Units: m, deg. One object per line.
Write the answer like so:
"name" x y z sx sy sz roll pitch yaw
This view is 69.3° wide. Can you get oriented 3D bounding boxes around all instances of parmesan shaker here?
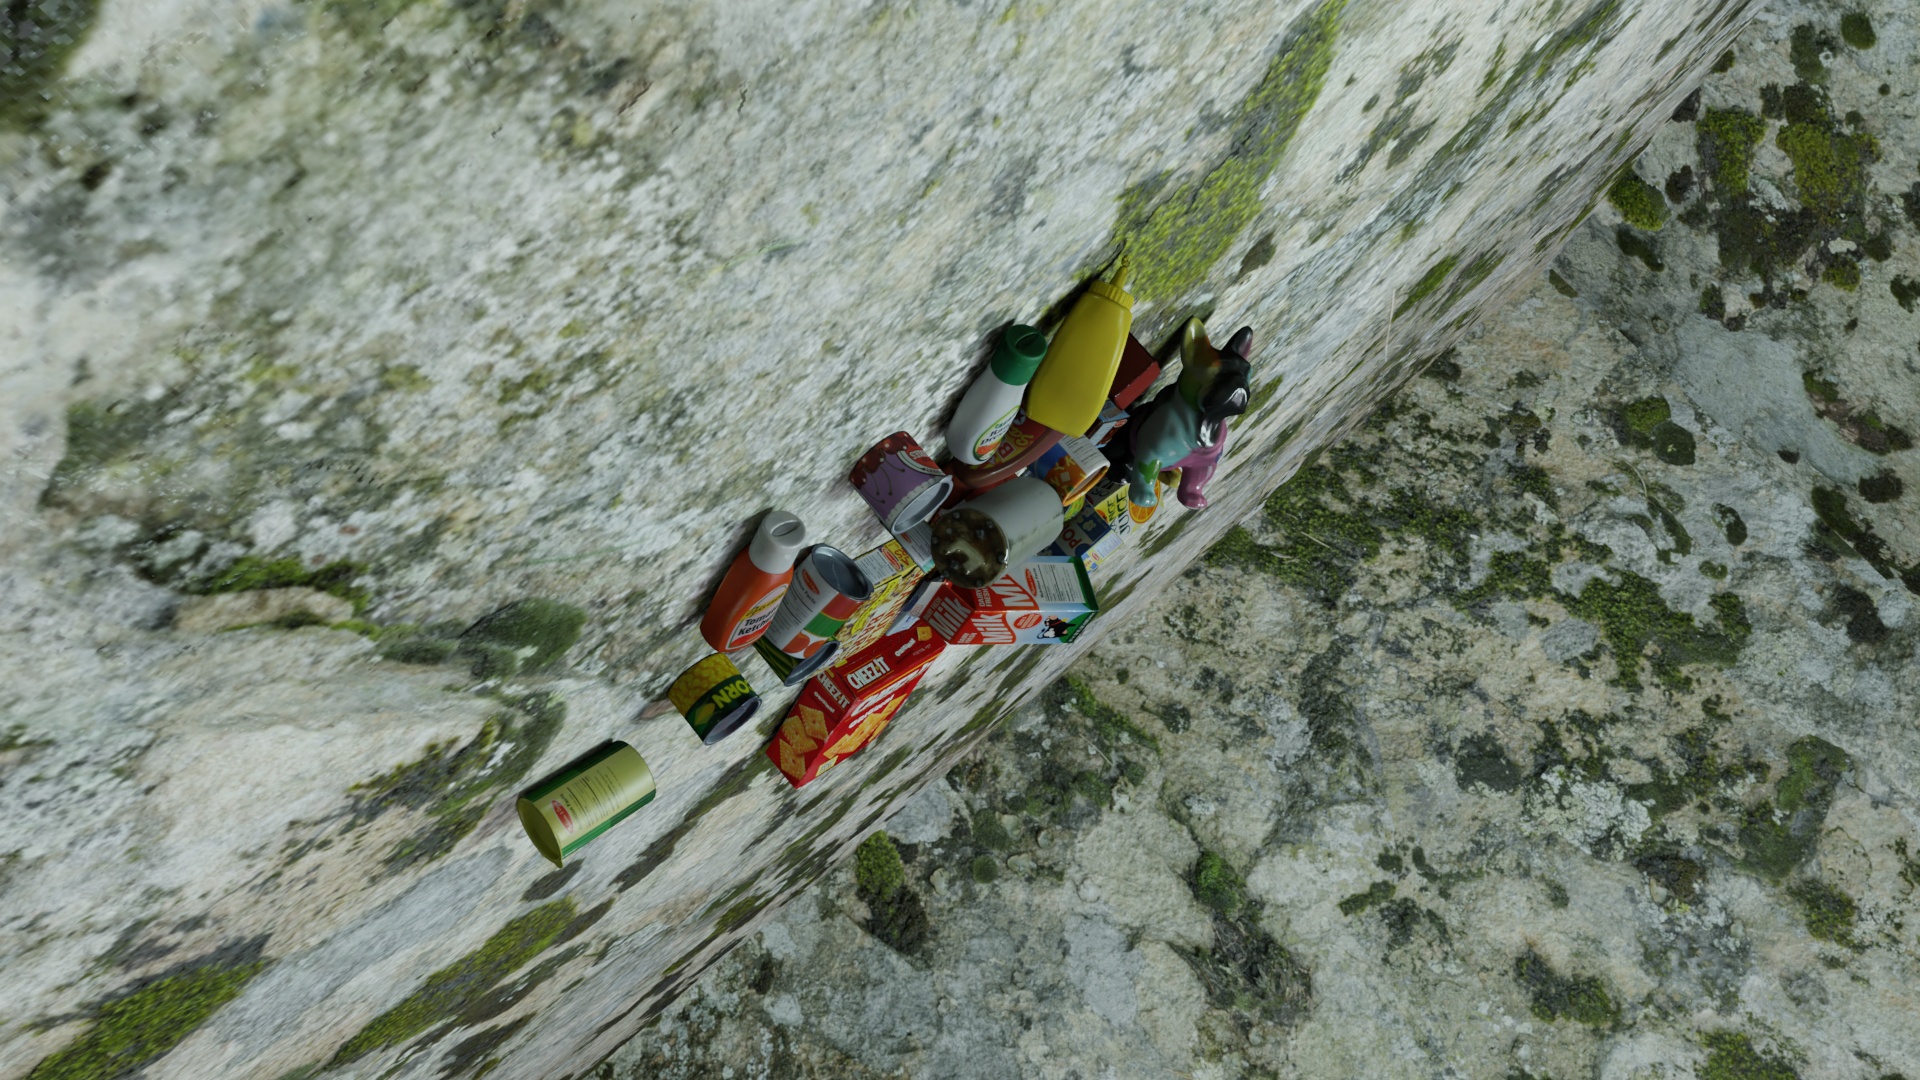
"parmesan shaker" -0.332 0.234 1.241 0.103 0.071 0.071 -31 164 -38

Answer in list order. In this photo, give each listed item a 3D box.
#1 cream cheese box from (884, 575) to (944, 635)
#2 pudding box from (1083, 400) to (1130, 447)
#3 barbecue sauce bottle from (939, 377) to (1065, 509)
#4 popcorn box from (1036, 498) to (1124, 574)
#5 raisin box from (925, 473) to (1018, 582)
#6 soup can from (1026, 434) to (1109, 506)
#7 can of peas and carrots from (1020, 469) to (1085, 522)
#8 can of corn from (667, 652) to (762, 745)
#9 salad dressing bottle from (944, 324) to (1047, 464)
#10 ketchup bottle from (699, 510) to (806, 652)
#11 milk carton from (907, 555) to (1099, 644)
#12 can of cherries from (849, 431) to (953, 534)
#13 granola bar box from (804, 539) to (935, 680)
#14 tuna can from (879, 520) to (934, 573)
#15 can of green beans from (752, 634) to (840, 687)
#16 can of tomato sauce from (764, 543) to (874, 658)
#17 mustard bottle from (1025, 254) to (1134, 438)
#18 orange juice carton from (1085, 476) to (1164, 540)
"cream cheese box" -0.049 0.066 1.601 0.103 0.024 0.053 -47 165 23
"pudding box" 0.147 -0.125 1.525 0.049 0.030 0.084 -49 165 26
"barbecue sauce bottle" 0.029 -0.083 1.265 0.148 0.065 0.044 -39 161 31
"popcorn box" 0.118 -0.013 1.600 0.085 0.127 0.038 -41 136 3
"raisin box" 0.005 -0.018 1.450 0.086 0.040 0.122 -28 160 -45
"soup can" 0.098 -0.084 1.398 0.071 0.084 0.071 -39 167 -10
"can of peas and carrots" 0.101 -0.049 1.552 0.071 0.071 0.059 -45 167 15
"can of corn" -0.225 0.144 1.279 0.071 0.058 0.071 -38 166 -11
"salad dressing bottle" 0.030 -0.122 1.169 0.064 0.044 0.147 -36 166 -35
"ketchup bottle" -0.164 0.032 1.121 0.065 0.043 0.148 -29 162 -40
"milk carton" 0.042 0.063 1.477 0.191 0.074 0.072 2 145 -26
"can of cherries" -0.048 -0.050 1.153 0.071 0.058 0.071 -38 166 -11
"granola bar box" -0.098 0.065 1.425 0.125 0.039 0.164 -28 162 -46
"tuna can" -0.043 -0.004 1.302 0.033 0.071 0.071 -41 167 -3
"can of green beans" -0.157 0.095 1.313 0.071 0.058 0.071 -38 167 -11
"can of tomato sauce" -0.130 0.055 1.239 0.083 0.071 0.071 -46 166 21
"mustard bottle" 0.111 -0.168 1.181 0.049 0.065 0.160 -125 -119 -84
"orange juice carton" 0.163 -0.035 1.692 0.193 0.072 0.072 -35 127 -38
